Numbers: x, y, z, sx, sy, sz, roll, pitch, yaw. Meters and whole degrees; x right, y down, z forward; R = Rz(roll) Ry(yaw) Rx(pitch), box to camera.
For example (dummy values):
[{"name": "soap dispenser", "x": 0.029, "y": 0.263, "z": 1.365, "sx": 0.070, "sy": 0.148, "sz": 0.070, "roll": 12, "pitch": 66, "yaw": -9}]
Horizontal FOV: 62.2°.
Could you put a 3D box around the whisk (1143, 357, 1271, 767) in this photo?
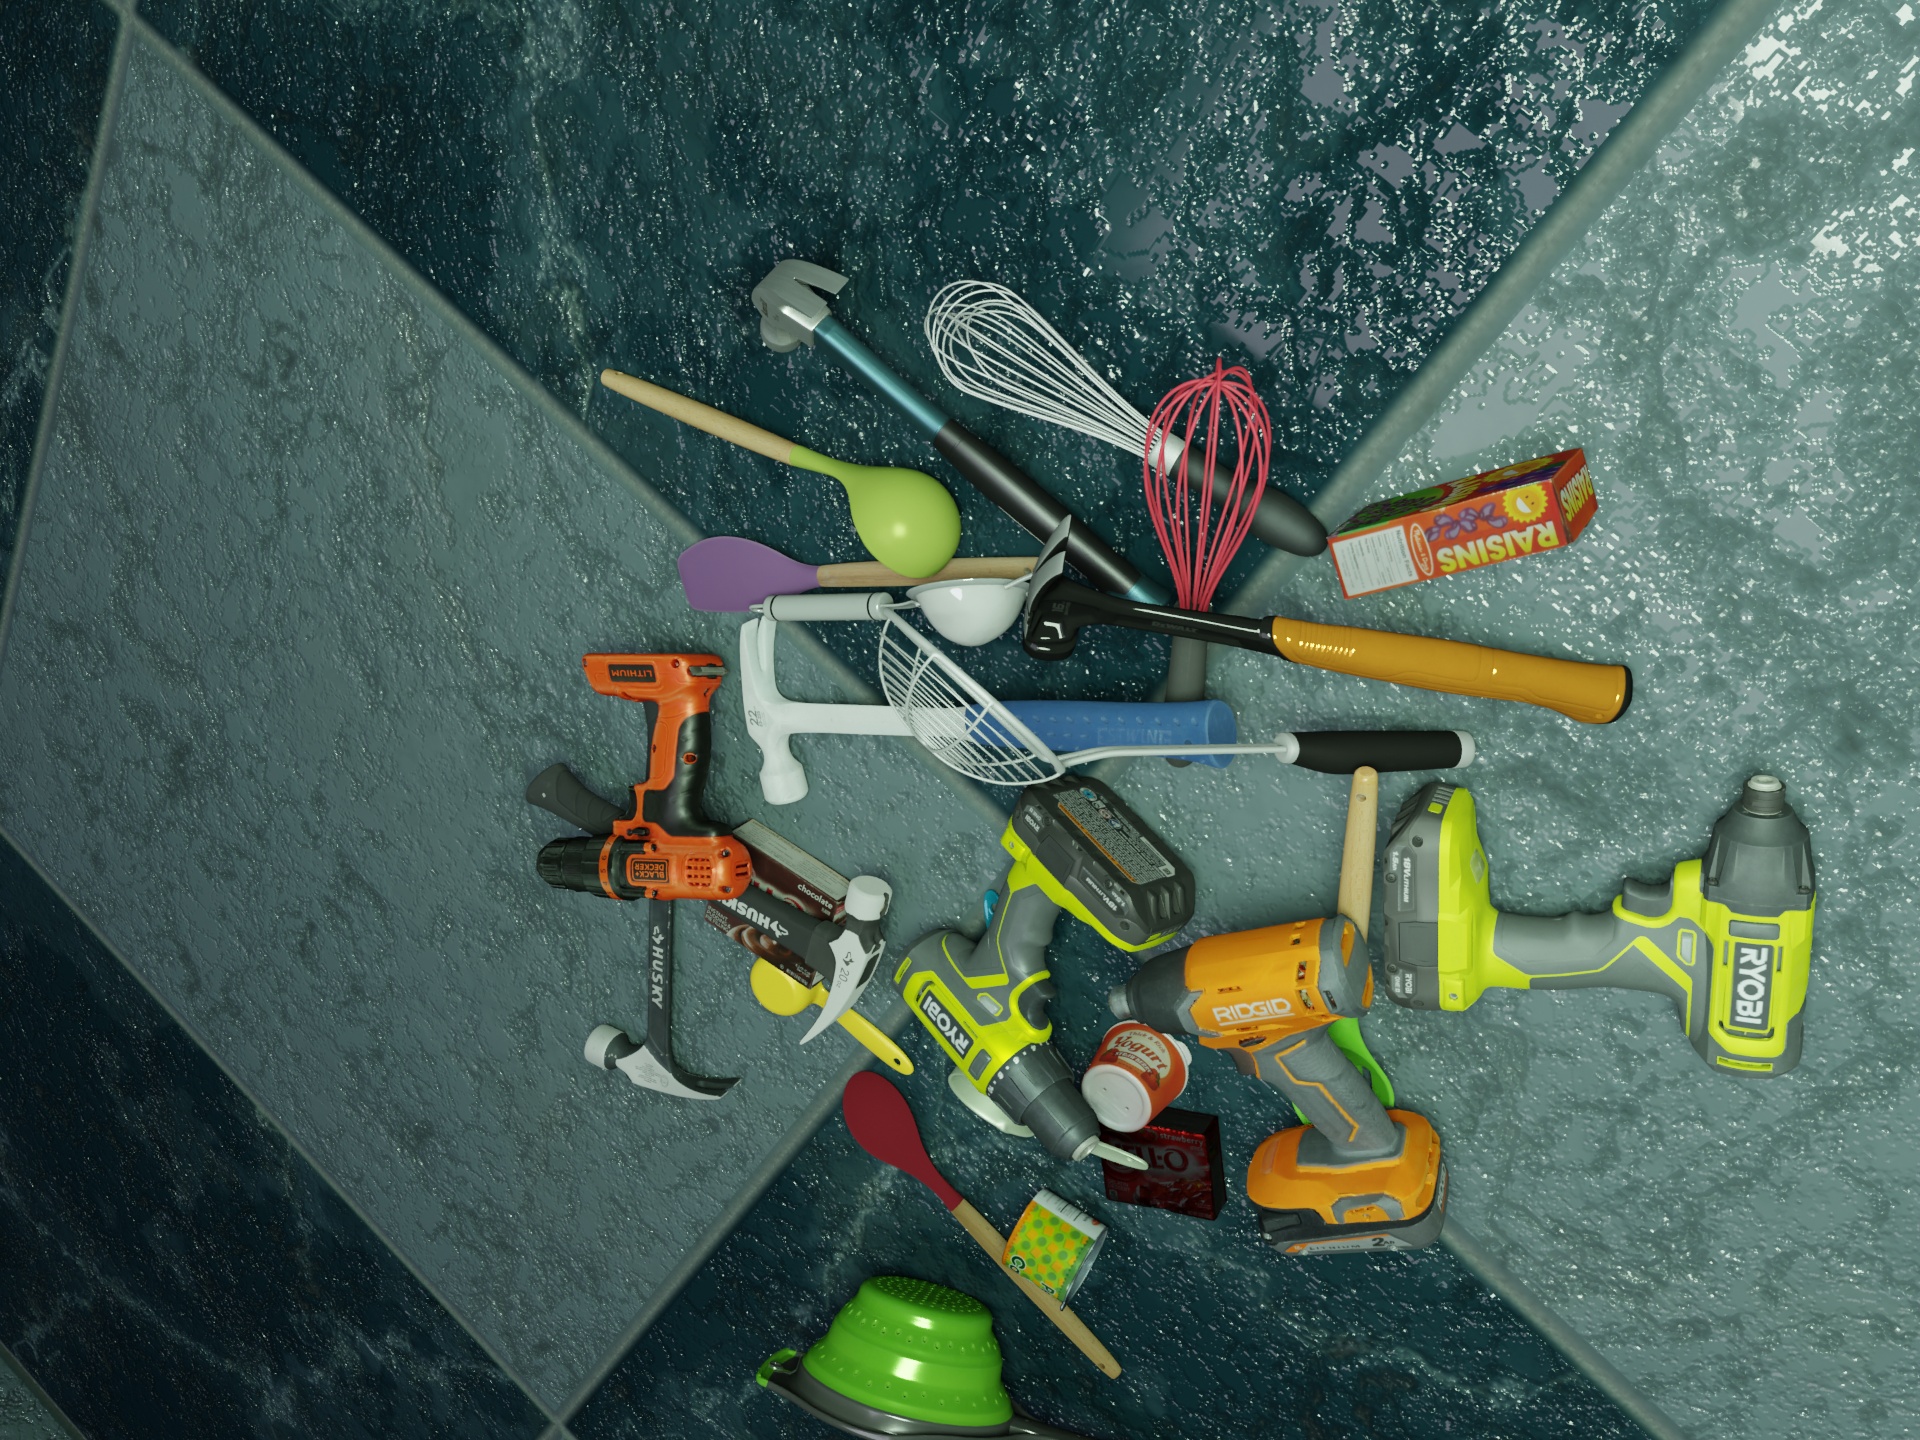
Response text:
[{"name": "whisk", "x": 0.139, "y": -0.081, "z": 0.943, "sx": 0.073, "sy": 0.073, "sz": 0.295, "roll": 21, "pitch": 137, "yaw": 22}]

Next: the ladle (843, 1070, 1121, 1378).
[{"name": "ladle", "x": 0.015, "y": 0.408, "z": 1.279, "sx": 0.315, "sy": 0.031, "sz": 0.069, "roll": 46, "pitch": 125, "yaw": 5}]

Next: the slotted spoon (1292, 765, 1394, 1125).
[{"name": "slotted spoon", "x": 0.244, "y": 0.153, "z": 0.990, "sx": 0.070, "sy": 0.031, "sz": 0.313, "roll": 12, "pitch": 131, "yaw": 23}]

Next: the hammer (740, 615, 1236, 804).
[{"name": "hammer", "x": -0.002, "y": -0.003, "z": 1.073, "sx": 0.406, "sy": 0.035, "sz": 0.144, "roll": 2, "pitch": 110, "yaw": 39}]

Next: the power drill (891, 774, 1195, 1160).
[{"name": "power drill", "x": 0.062, "y": 0.171, "z": 1.088, "sx": 0.191, "sy": 0.080, "sz": 0.228, "roll": 46, "pitch": 124, "yaw": 28}]

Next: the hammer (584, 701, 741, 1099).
[{"name": "hammer", "x": -0.244, "y": 0.142, "z": 1.314, "sx": 0.149, "sy": 0.036, "sz": 0.408, "roll": 18, "pitch": 118, "yaw": 22}]

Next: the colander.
[{"name": "colander", "x": 0.042, "y": 0.526, "z": 1.269, "sx": 0.397, "sy": 0.204, "sz": 0.094, "roll": 13, "pitch": 82, "yaw": 9}]

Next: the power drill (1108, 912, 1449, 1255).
[{"name": "power drill", "x": 0.200, "y": 0.228, "z": 0.996, "sx": 0.164, "sy": 0.084, "sz": 0.226, "roll": -14, "pitch": 115, "yaw": 30}]

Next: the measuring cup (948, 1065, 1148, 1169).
[{"name": "measuring cup", "x": 0.069, "y": 0.284, "z": 1.166, "sx": 0.168, "sy": 0.038, "sz": 0.083, "roll": 15, "pitch": 145, "yaw": 31}]

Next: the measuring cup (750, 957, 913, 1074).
[{"name": "measuring cup", "x": -0.105, "y": 0.239, "z": 1.274, "sx": 0.156, "sy": 0.029, "sz": 0.062, "roll": 35, "pitch": 124, "yaw": 16}]

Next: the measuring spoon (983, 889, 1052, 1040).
[{"name": "measuring spoon", "x": 0.042, "y": 0.185, "z": 1.176, "sx": 0.042, "sy": 0.021, "sz": 0.128, "roll": -11, "pitch": 95, "yaw": 39}]

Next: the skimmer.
[{"name": "skimmer", "x": 0.131, "y": -0.012, "z": 0.884, "sx": 0.127, "sy": 0.363, "sz": 0.090, "roll": -139, "pitch": 52, "yaw": -67}]

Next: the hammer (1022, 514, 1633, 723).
[{"name": "hammer", "x": 0.204, "y": -0.045, "z": 0.879, "sx": 0.337, "sy": 0.034, "sz": 0.127, "roll": 10, "pitch": 160, "yaw": 1}]

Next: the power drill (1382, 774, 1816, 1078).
[{"name": "power drill", "x": 0.363, "y": 0.106, "z": 0.913, "sx": 0.223, "sy": 0.080, "sz": 0.171, "roll": 4, "pitch": 112, "yaw": 26}]

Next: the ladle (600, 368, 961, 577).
[{"name": "ladle", "x": -0.134, "y": -0.180, "z": 1.101, "sx": 0.320, "sy": 0.078, "sz": 0.062, "roll": 26, "pitch": 128, "yaw": 28}]

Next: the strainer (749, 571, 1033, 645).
[{"name": "strainer", "x": -0.047, "y": -0.075, "z": 1.079, "sx": 0.258, "sy": 0.086, "sz": 0.050, "roll": 2, "pitch": 85, "yaw": 37}]

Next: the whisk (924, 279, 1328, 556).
[{"name": "whisk", "x": 0.098, "y": -0.178, "z": 0.964, "sx": 0.284, "sy": 0.070, "sz": 0.070, "roll": 34, "pitch": 124, "yaw": 9}]

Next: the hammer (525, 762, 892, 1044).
[{"name": "hammer", "x": -0.208, "y": 0.123, "z": 1.238, "sx": 0.335, "sy": 0.035, "sz": 0.146, "roll": 26, "pitch": 116, "yaw": 22}]

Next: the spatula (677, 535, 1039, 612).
[{"name": "spatula", "x": -0.077, "y": -0.105, "z": 1.119, "sx": 0.316, "sy": 0.018, "sz": 0.059, "roll": 2, "pitch": 116, "yaw": 31}]

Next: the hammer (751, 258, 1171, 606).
[{"name": "hammer", "x": -0.001, "y": -0.174, "z": 1.009, "sx": 0.331, "sy": 0.128, "sz": 0.033, "roll": 40, "pitch": 81, "yaw": 2}]
